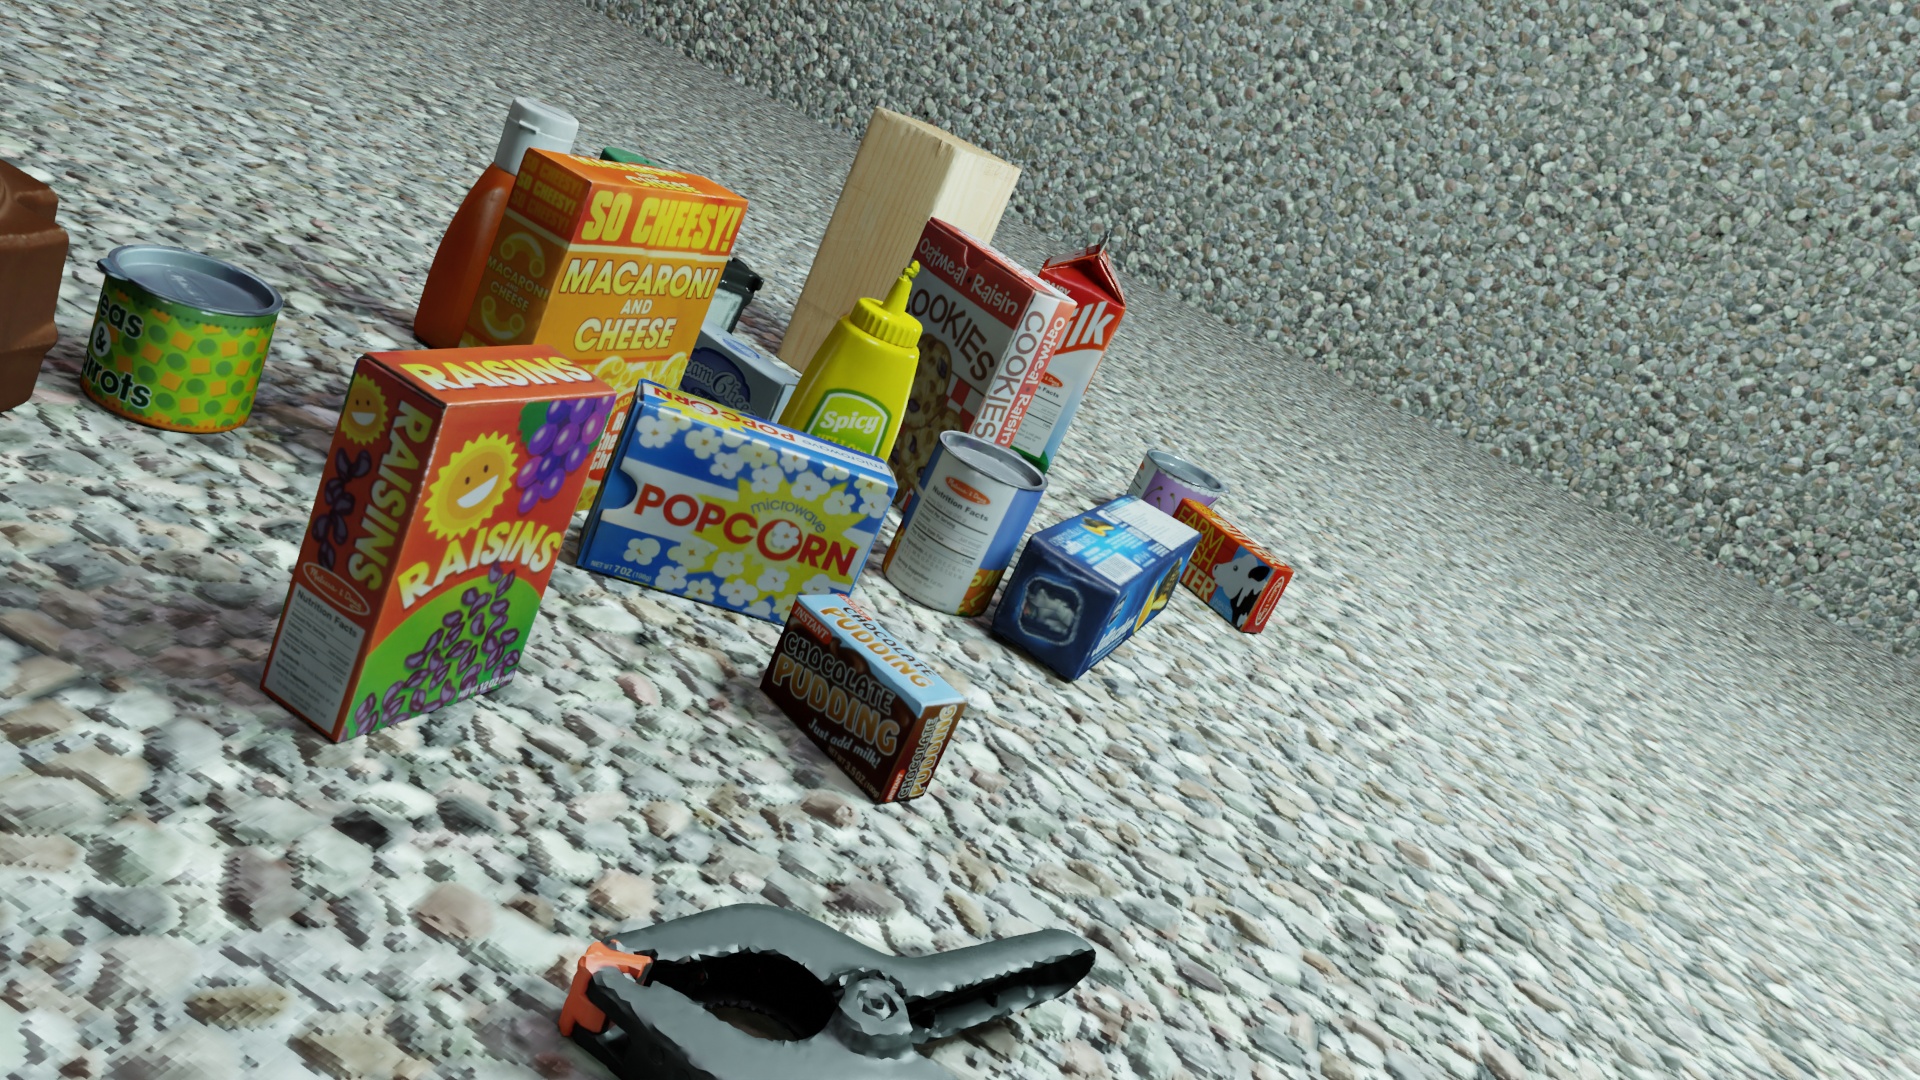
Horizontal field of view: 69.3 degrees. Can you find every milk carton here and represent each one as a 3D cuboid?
[{"bbox_3d":[0.075,-0.153,1.089,0.073,0.190,0.072,25,18,-2],"label":"milk carton"}]

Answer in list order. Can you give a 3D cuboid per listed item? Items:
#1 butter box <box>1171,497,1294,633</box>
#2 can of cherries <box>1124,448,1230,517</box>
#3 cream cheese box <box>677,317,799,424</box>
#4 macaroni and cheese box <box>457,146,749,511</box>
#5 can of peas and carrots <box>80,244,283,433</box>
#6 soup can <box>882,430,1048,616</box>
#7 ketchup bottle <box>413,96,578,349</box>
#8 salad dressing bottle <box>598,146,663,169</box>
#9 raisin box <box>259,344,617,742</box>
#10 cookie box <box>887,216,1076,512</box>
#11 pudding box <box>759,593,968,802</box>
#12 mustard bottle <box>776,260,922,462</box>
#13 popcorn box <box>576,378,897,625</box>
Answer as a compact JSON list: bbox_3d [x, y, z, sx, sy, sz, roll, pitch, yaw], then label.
[{"bbox_3d":[0.184,0.017,0.984,0.024,0.053,0.104,9,24,-40],"label":"butter box"},{"bbox_3d":[0.164,-0.029,1.073,0.071,0.058,0.072,23,18,-8],"label":"can of cherries"},{"bbox_3d":[-0.146,-0.097,0.869,0.104,0.053,0.024,35,20,28],"label":"cream cheese box"},{"bbox_3d":[-0.174,-0.092,0.641,0.040,0.166,0.124,31,19,16],"label":"macaroni and cheese box"},{"bbox_3d":[-0.333,-0.085,0.589,0.071,0.058,0.071,23,18,-8],"label":"can of peas and carrots"},{"bbox_3d":[0.003,-0.010,0.775,0.071,0.083,0.071,23,18,-8],"label":"soup can"},{"bbox_3d":[-0.256,-0.172,0.781,0.065,0.148,0.044,25,18,-2],"label":"ketchup bottle"},{"bbox_3d":[-0.204,-0.141,0.766,0.044,0.147,0.064,26,18,1],"label":"salad dressing bottle"},{"bbox_3d":[-0.173,-0.003,0.467,0.040,0.123,0.086,31,19,17],"label":"raisin box"},{"bbox_3d":[-0.009,-0.105,0.886,0.040,0.166,0.123,9,24,-42],"label":"cookie box"},{"bbox_3d":[-0.041,0.063,0.574,0.084,0.049,0.030,38,22,33],"label":"pudding box"},{"bbox_3d":[-0.059,-0.083,0.772,0.065,0.159,0.049,19,19,-19],"label":"mustard bottle"},{"bbox_3d":[-0.103,-0.014,0.647,0.127,0.085,0.038,18,19,-21],"label":"popcorn box"}]
